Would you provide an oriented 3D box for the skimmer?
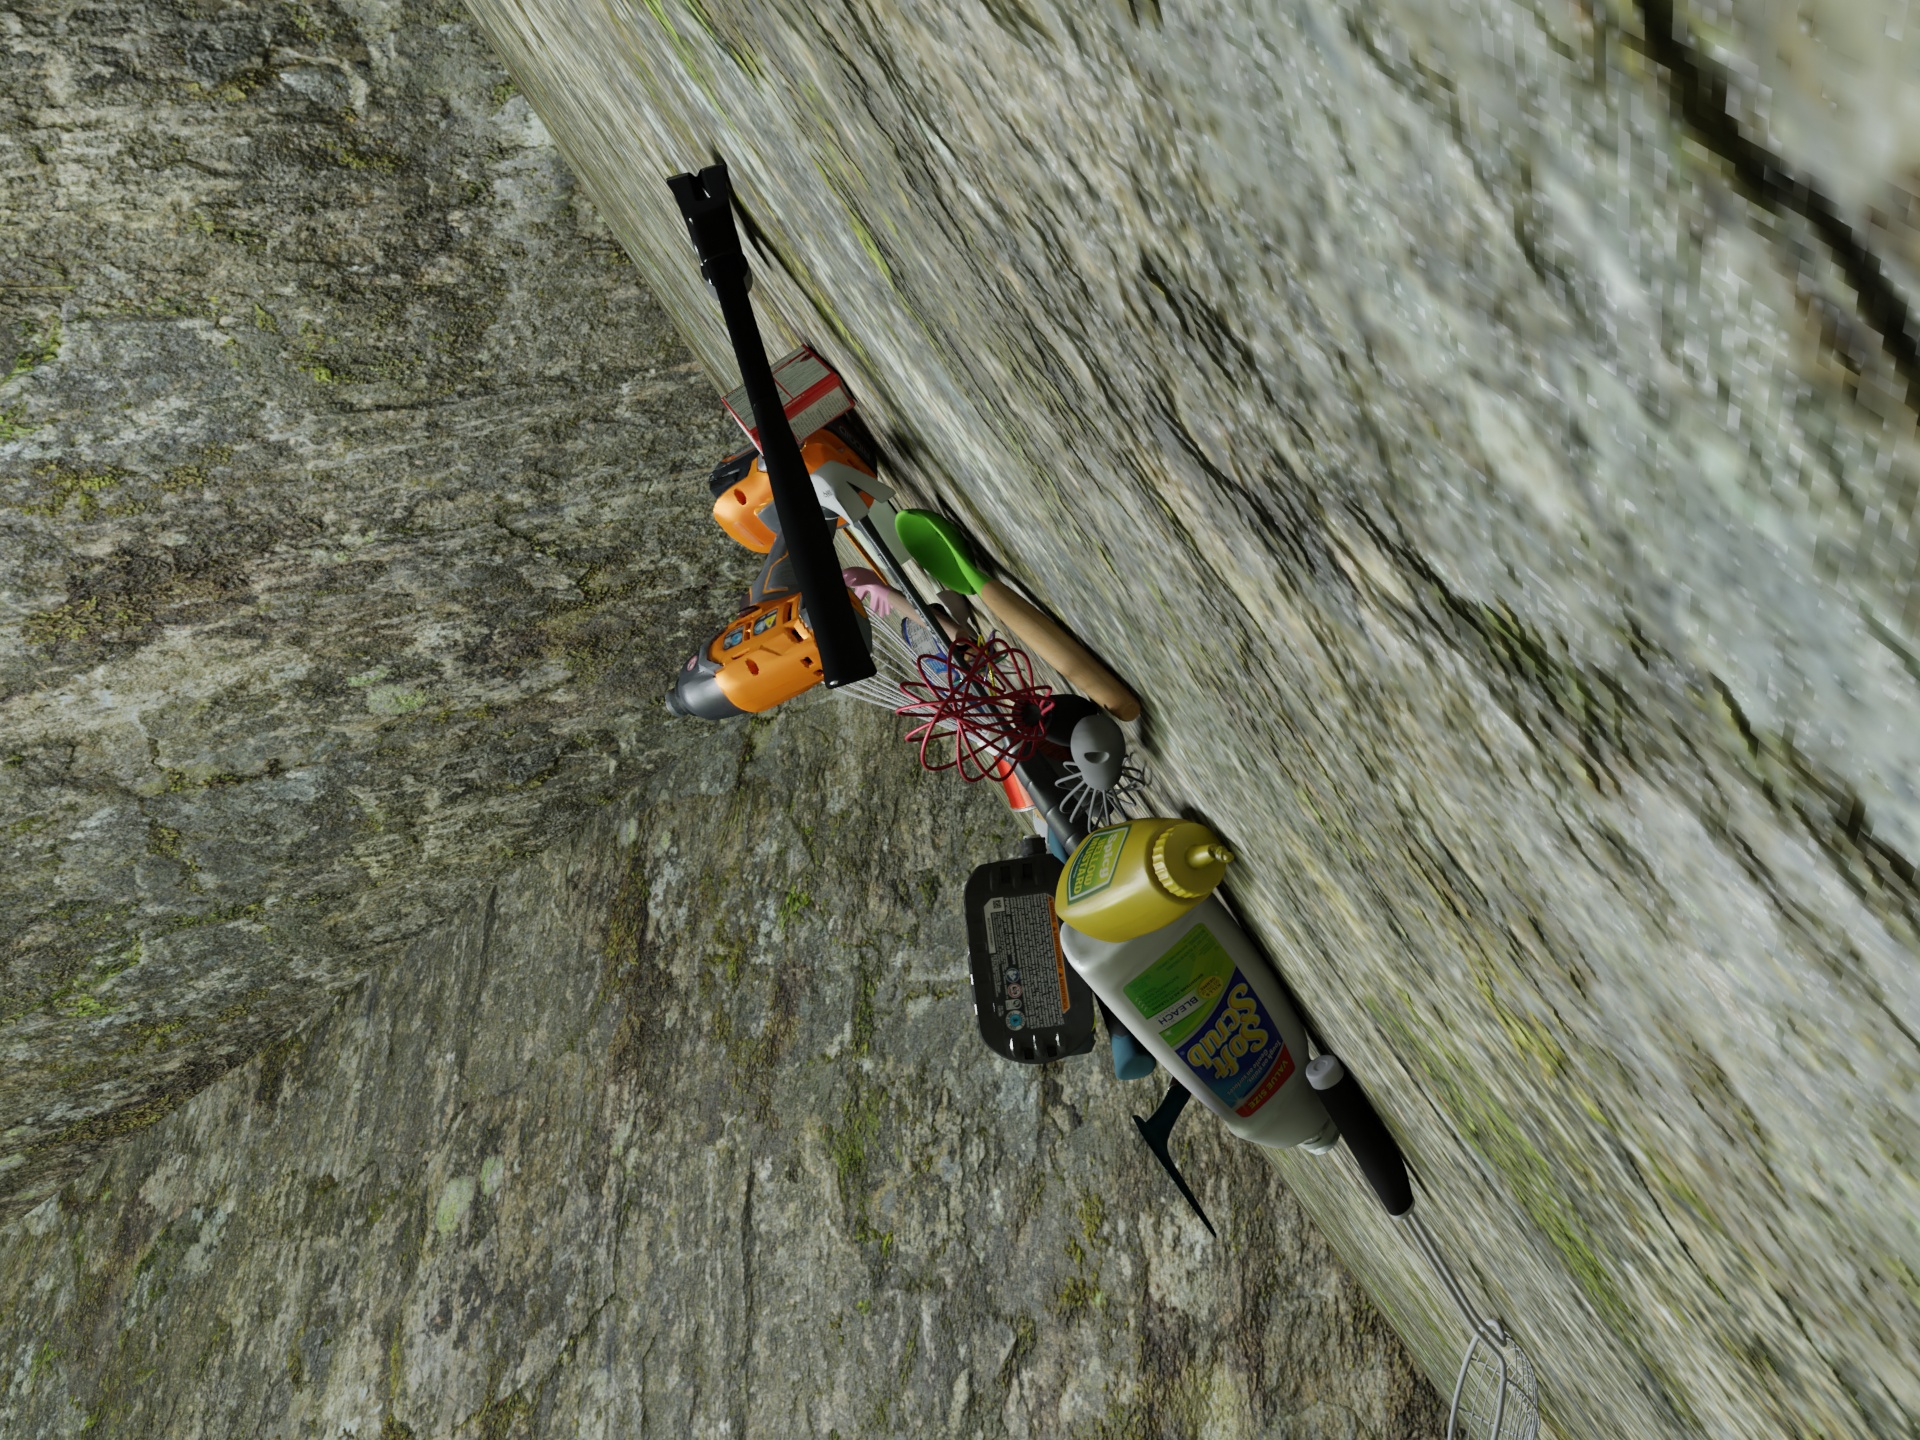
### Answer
[{"bbox_3d":[0.292,0.373,1.057,0.363,0.090,0.127,58,-152,-17],"label":"skimmer"}]

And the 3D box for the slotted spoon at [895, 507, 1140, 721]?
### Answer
[{"bbox_3d":[0.030,-0.065,0.923,0.070,0.031,0.314,56,176,-31],"label":"slotted spoon"}]

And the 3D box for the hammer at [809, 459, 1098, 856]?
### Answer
[{"bbox_3d":[0.030,0.004,1.033,0.408,0.036,0.149,55,173,-12],"label":"hammer"}]

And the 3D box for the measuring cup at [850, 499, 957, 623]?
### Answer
[{"bbox_3d":[-0.049,-0.132,1.394,0.167,0.038,0.083,57,177,-27],"label":"measuring cup"}]

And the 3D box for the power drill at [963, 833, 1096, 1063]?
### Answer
[{"bbox_3d":[0.056,0.164,1.156,0.223,0.080,0.171,46,-144,-80],"label":"power drill"}]

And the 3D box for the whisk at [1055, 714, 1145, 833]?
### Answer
[{"bbox_3d":[0.076,0.027,0.890,0.055,0.055,0.239,54,178,12],"label":"whisk"}]

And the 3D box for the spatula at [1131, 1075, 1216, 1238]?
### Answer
[{"bbox_3d":[0.166,0.243,1.100,0.082,0.044,0.317,54,-154,-3],"label":"spatula"}]

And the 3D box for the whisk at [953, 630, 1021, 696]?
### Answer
[{"bbox_3d":[0.016,-0.044,1.311,0.047,0.051,0.245,49,-179,-4],"label":"whisk"}]

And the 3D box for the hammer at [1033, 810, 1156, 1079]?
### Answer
[{"bbox_3d":[0.105,0.166,1.310,0.331,0.033,0.128,-106,14,-53],"label":"hammer"}]

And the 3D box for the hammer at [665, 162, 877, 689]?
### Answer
[{"bbox_3d":[-0.111,-0.173,0.947,0.146,0.035,0.335,84,169,-74],"label":"hammer"}]

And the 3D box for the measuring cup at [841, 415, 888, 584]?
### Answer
[{"bbox_3d":[-0.090,-0.189,1.272,0.173,0.052,0.095,54,178,-22],"label":"measuring cup"}]

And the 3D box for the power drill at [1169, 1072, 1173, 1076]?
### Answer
[{"bbox_3d":[0.171,0.218,1.499,0.228,0.080,0.190,58,176,-6],"label":"power drill"}]

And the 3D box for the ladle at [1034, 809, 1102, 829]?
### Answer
[{"bbox_3d":[0.107,0.092,1.191,0.069,0.031,0.315,53,172,-14],"label":"ladle"}]

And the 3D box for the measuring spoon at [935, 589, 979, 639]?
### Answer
[{"bbox_3d":[0.005,-0.087,1.320,0.034,0.018,0.124,52,-176,13],"label":"measuring spoon"}]

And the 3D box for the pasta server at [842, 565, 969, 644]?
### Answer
[{"bbox_3d":[-0.052,-0.095,1.371,0.060,0.040,0.316,26,-176,-23],"label":"pasta server"}]

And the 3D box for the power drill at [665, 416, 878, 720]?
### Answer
[{"bbox_3d":[-0.137,-0.103,1.136,0.084,0.164,0.227,41,-143,-39],"label":"power drill"}]

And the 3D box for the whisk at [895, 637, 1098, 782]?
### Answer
[{"bbox_3d":[0.033,-0.003,0.844,0.073,0.073,0.295,54,-168,11],"label":"whisk"}]

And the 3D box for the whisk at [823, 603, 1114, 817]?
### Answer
[{"bbox_3d":[-0.002,-0.003,1.190,0.284,0.070,0.070,32,-178,-11],"label":"whisk"}]

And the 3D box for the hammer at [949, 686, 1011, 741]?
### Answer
[{"bbox_3d":[0.031,0.011,1.464,0.144,0.035,0.405,55,-177,9],"label":"hammer"}]
